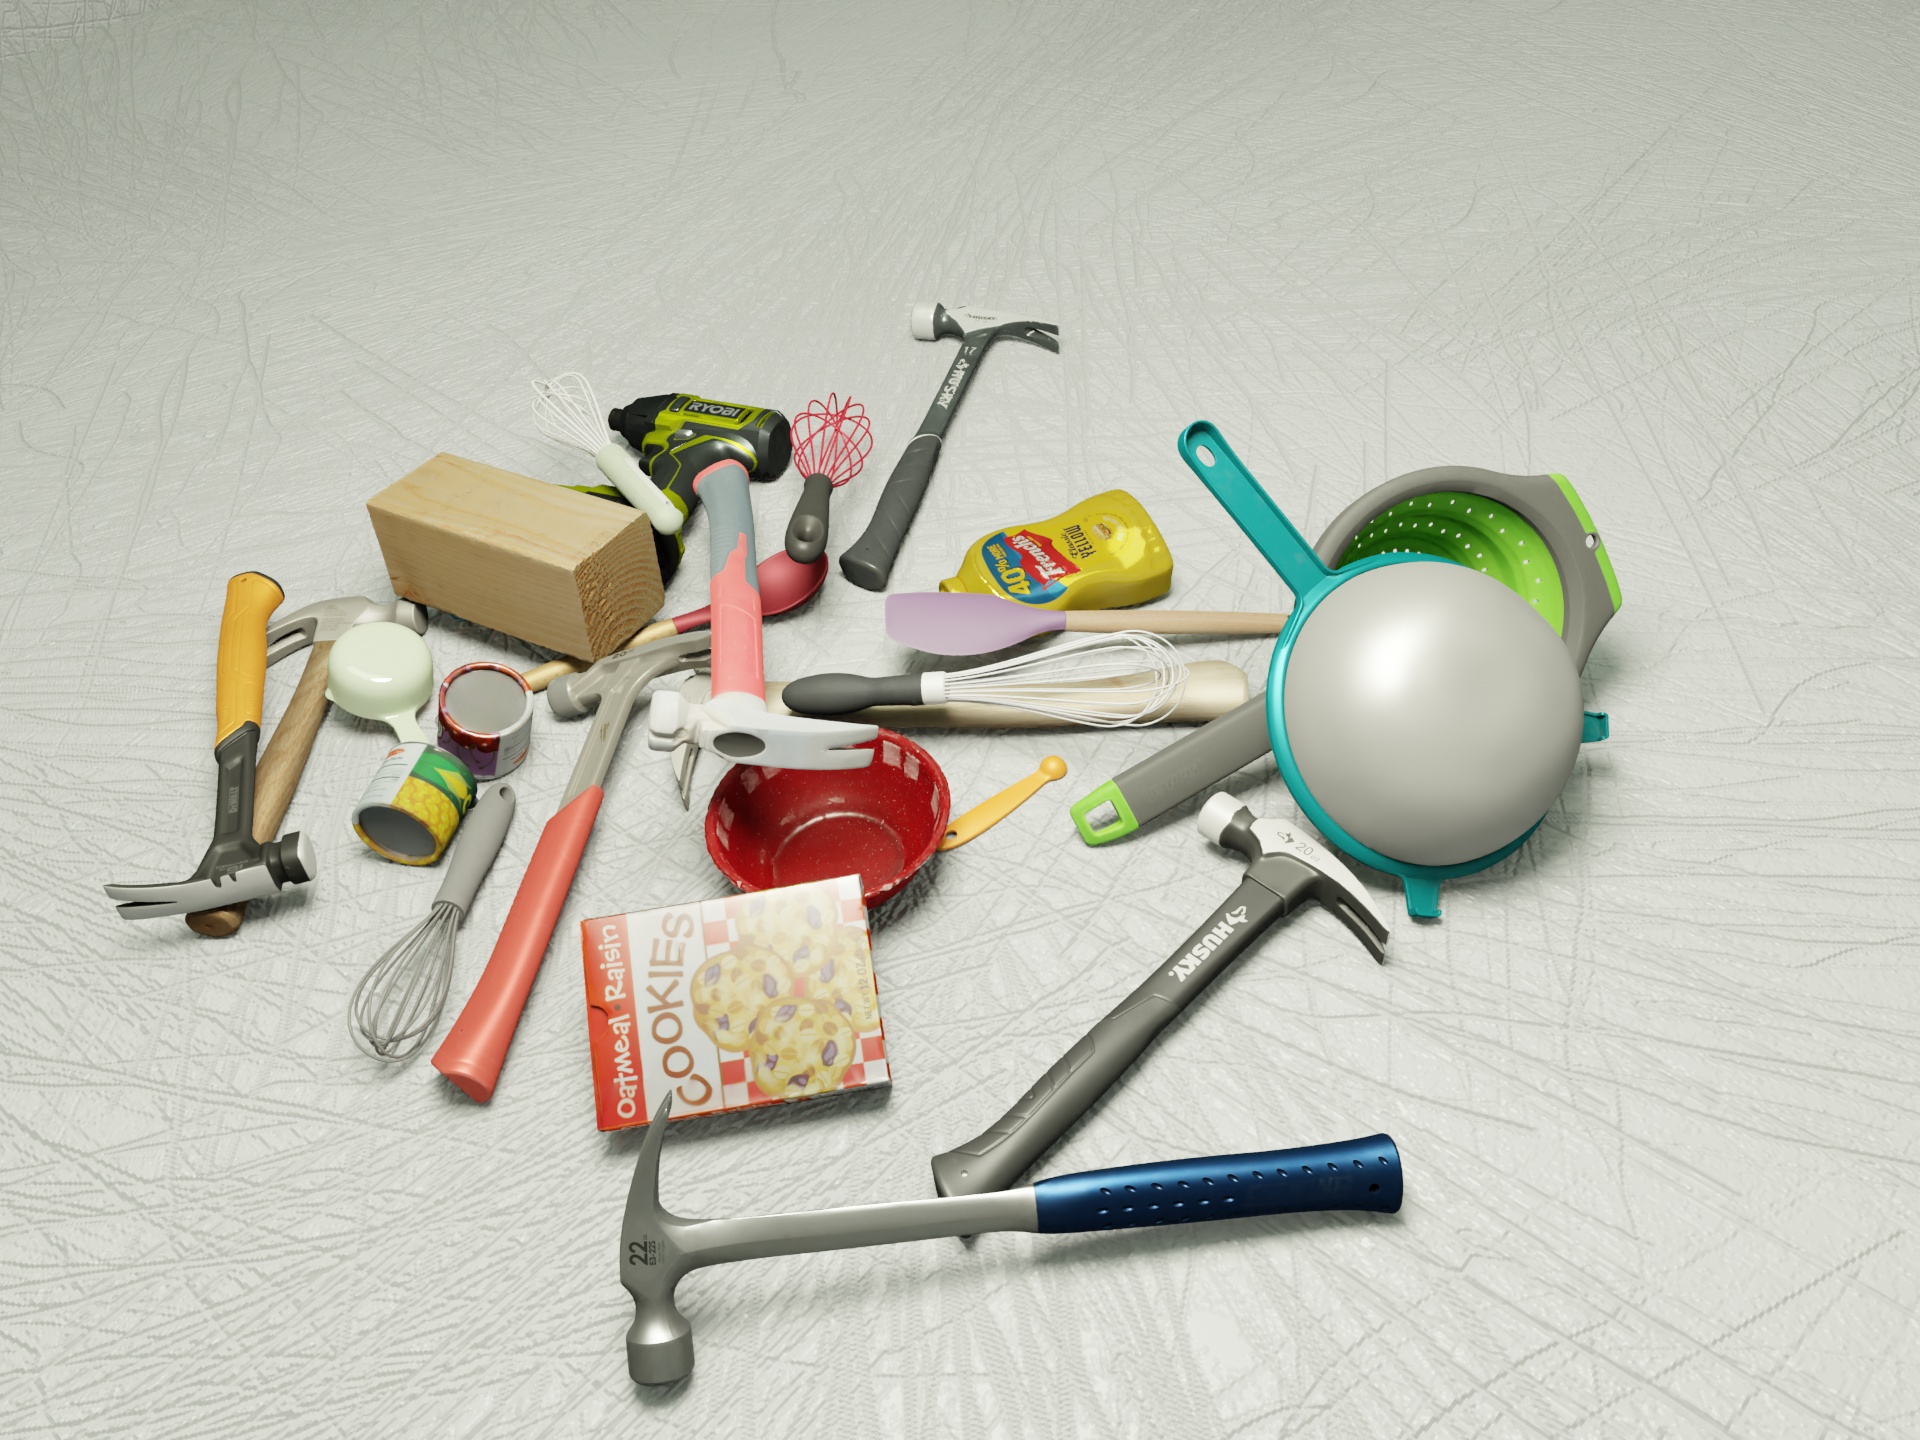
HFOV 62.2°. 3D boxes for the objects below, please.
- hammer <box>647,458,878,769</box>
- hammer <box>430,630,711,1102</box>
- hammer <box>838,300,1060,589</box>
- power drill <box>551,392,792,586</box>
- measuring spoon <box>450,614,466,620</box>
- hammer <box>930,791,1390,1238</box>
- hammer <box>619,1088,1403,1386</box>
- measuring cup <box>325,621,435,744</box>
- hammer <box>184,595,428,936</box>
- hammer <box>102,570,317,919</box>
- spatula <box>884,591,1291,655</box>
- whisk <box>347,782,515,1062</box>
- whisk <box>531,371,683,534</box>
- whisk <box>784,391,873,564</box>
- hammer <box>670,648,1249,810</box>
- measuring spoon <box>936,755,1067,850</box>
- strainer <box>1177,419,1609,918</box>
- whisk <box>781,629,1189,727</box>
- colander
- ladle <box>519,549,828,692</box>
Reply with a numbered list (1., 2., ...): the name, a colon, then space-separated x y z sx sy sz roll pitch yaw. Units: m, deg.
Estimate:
1. hammer: -0.147 -0.089 1.143 0.143 0.038 0.387 6 32 -13
2. hammer: -0.258 0.084 1.053 0.149 0.036 0.359 -14 42 24
3. hammer: -0.021 -0.252 1.401 0.149 0.036 0.409 8 46 13
4. power drill: -0.266 -0.204 1.355 0.171 0.080 0.223 12 43 18
5. measuring spoon: -0.436 -0.119 1.321 0.129 0.021 0.042 25 52 28
6. hammer: 0.110 0.176 0.929 0.146 0.035 0.335 33 57 31
7. hammer: 0.028 0.248 0.824 0.405 0.144 0.035 -4 4 -6
8. measuring cup: -0.410 -0.010 1.170 0.083 0.038 0.168 -19 55 -32
9. hammer: -0.499 0.022 1.175 0.130 0.031 0.332 -3 44 4
10. hammer: -0.530 0.003 1.151 0.127 0.034 0.337 -13 44 -9
11. spatula: 0.102 -0.071 1.171 0.316 0.018 0.060 0 54 -7
12. whisk: -0.337 0.123 1.039 0.055 0.055 0.239 0 39 7
13. whisk: -0.284 -0.215 1.274 0.059 0.057 0.247 -48 52 3
14. whisk: -0.111 -0.196 1.277 0.073 0.073 0.296 -4 31 4
15. hammer: -0.002 -0.004 1.135 0.410 0.038 0.146 -1 45 6
16. measuring spoon: 0.027 0.055 1.087 0.117 0.011 0.021 -32 49 -25
17. strainer: 0.261 -0.059 0.969 0.211 0.095 0.340 -41 94 -16
18. whisk: 0.014 -0.024 1.093 0.284 0.070 0.070 -3 43 10
19. colander: 0.246 -0.032 1.090 0.397 0.204 0.094 -29 11 -1
20. ladle: -0.247 -0.064 1.237 0.315 0.031 0.069 -23 43 -13
